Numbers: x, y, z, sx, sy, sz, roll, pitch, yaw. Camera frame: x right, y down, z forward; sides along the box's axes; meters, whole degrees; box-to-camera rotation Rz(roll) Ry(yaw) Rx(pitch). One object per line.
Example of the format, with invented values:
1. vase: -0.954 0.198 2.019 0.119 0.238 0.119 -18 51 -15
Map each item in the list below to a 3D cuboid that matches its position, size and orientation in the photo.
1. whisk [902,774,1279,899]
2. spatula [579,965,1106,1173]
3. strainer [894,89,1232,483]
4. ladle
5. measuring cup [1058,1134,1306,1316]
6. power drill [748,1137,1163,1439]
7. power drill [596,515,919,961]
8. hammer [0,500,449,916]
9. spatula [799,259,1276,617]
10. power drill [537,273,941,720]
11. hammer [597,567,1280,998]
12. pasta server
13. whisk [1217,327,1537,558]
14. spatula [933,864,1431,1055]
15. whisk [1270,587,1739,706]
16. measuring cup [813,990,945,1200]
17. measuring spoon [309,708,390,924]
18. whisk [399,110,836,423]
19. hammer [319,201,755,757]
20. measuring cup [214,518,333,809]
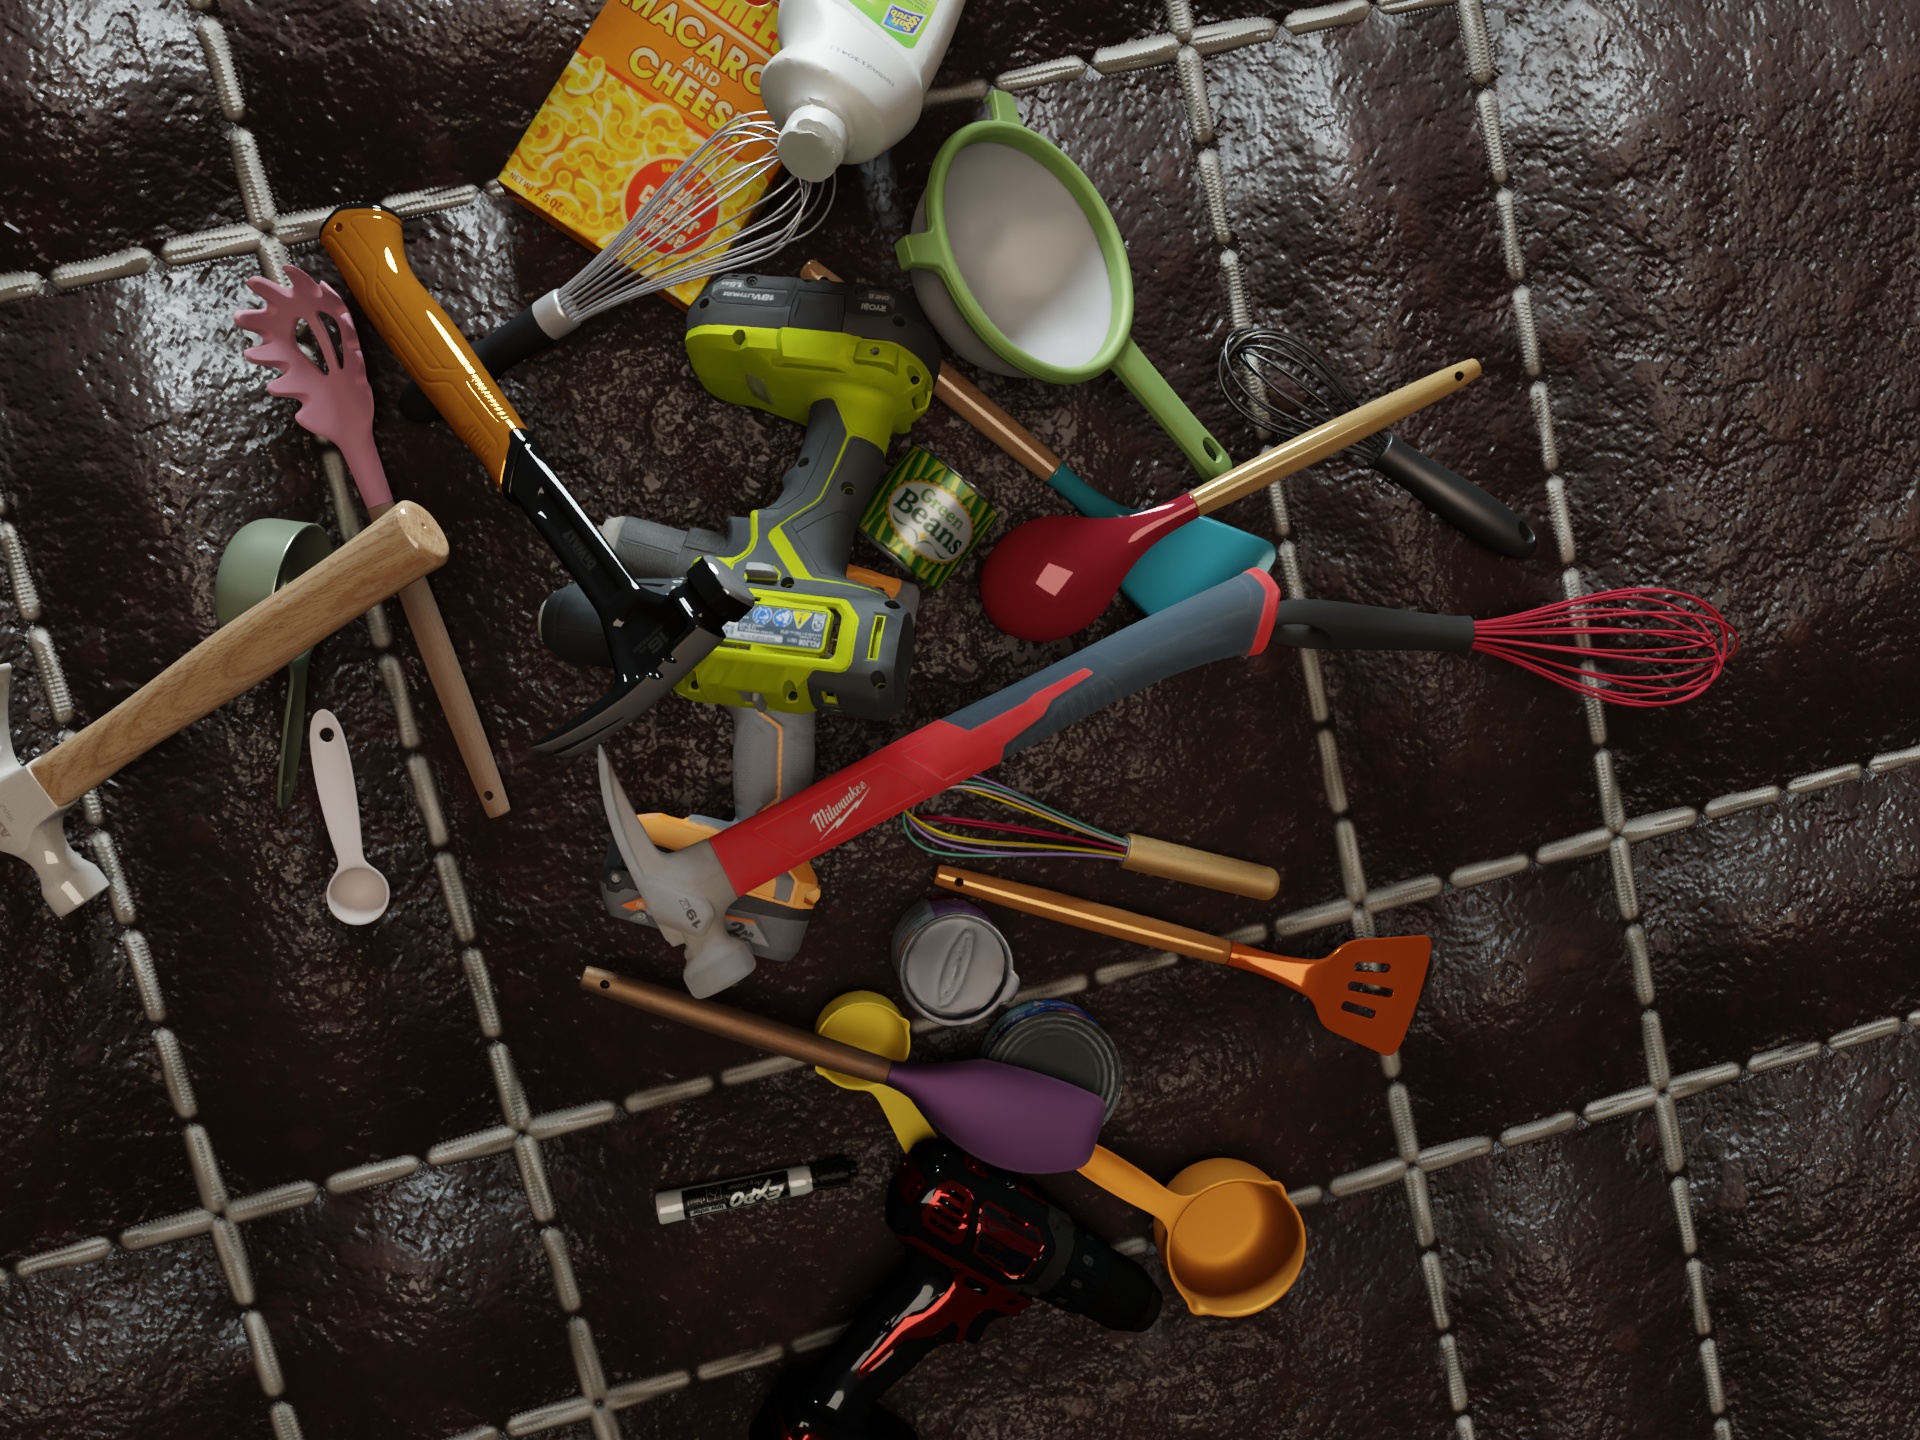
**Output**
1. whisk: 0.078 0.076 0.952 0.245 0.047 0.051 14 93 -13
2. spatula: -0.067 0.198 0.921 0.316 0.018 0.060 20 86 -7
3. strainer: 0.057 -0.218 0.909 0.256 0.069 0.152 42 53 -26
4. ladle: 0.156 -0.133 0.905 0.315 0.031 0.069 -27 97 -3
5. measuring cup: 0.128 0.294 0.978 0.173 0.052 0.095 33 91 -8
6. power drill: -0.001 0.383 0.956 0.187 0.080 0.227 33 88 -16
7. power drill: -0.139 0.003 0.896 0.185 0.084 0.226 17 90 -8
8. hammer: -0.395 -0.020 0.818 0.331 0.031 0.130 -29 101 19
9. spatula: 0.037 -0.162 0.919 0.317 0.044 0.082 37 92 -9
10. power drill: -0.109 -0.116 0.838 0.190 0.080 0.229 7 71 8
11. hammer: -0.001 -0.003 0.865 0.386 0.038 0.143 -27 93 -11
12. pasta server: -0.314 -0.092 0.880 0.060 0.040 0.316 -17 100 7
13. whisk: 0.252 -0.160 0.949 0.239 0.055 0.055 29 92 -14
14. spatula: 0.139 0.135 0.978 0.322 0.041 0.081 16 94 -5
15. whisk: 0.326 -0.050 0.965 0.296 0.073 0.073 4 96 -3
16. measuring cup: -0.039 0.229 0.965 0.062 0.029 0.156 -28 111 -1
17. measuring spoon: -0.350 0.055 0.906 0.034 0.018 0.124 -11 91 -7
18. whisk: -0.188 -0.230 0.839 0.284 0.070 0.070 -27 100 18
19. hammer: -0.242 -0.140 0.811 0.127 0.034 0.337 -41 71 9
20. measuring cup: -0.379 -0.030 0.870 0.038 0.083 0.167 12 110 -1
